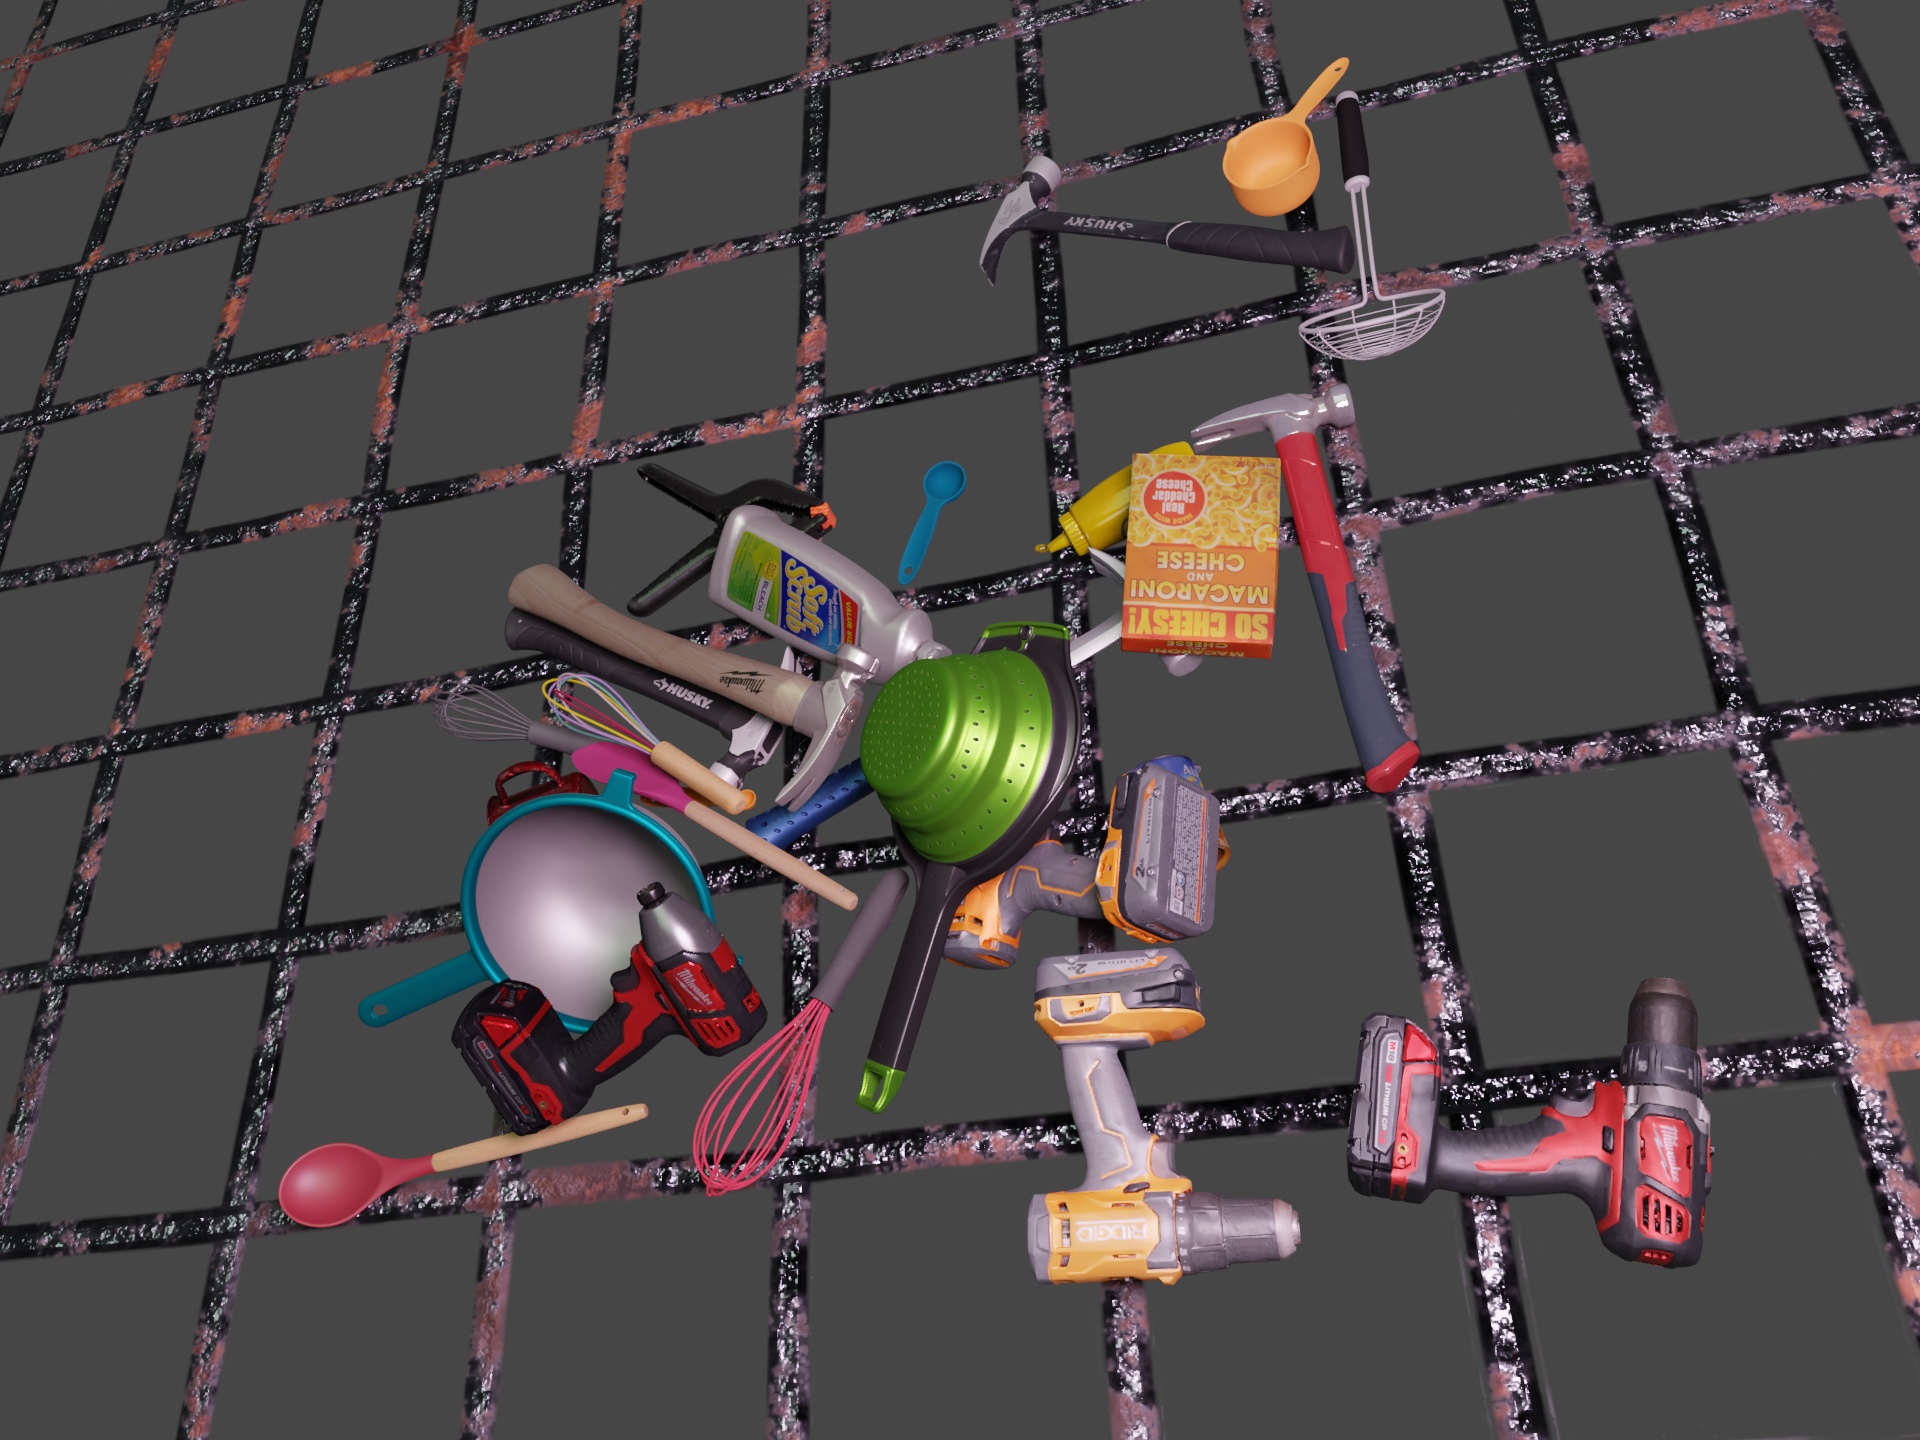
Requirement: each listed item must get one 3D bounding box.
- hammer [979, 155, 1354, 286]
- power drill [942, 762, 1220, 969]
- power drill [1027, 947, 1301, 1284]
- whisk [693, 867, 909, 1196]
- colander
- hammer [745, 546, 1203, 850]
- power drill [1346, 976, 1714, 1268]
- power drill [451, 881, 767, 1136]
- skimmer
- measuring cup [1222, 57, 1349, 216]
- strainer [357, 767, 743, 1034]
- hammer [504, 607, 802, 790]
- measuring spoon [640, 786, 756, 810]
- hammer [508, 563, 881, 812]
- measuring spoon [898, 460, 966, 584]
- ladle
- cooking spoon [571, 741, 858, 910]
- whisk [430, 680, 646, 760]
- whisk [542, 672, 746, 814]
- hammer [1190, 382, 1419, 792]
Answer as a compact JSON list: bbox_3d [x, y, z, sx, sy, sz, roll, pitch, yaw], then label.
[{"bbox_3d":[0.189,-0.459,1.506,0.409,0.036,0.149,21,72,39],"label":"hammer"},{"bbox_3d":[0.082,0.098,1.203,0.226,0.084,0.164,-14,60,42],"label":"power drill"},{"bbox_3d":[0.139,0.281,1.128,0.185,0.084,0.226,-7,65,14],"label":"power drill"},{"bbox_3d":[-0.119,0.239,1.246,0.073,0.073,0.296,20,64,26],"label":"whisk"},{"bbox_3d":[-0.034,0.095,1.205,0.205,0.094,0.397,5,74,52],"label":"colander"},{"bbox_3d":[-0.002,-0.004,1.356,0.405,0.035,0.144,-30,58,0],"label":"hammer"},{"bbox_3d":[0.383,0.252,1.069,0.227,0.080,0.188,6,64,17],"label":"power drill"},{"bbox_3d":[-0.275,0.222,1.242,0.219,0.143,0.078,-26,13,13],"label":"power drill"},{"bbox_3d":[0.367,-0.472,1.466,0.127,0.090,0.364,-10,59,20],"label":"skimmer"},{"bbox_3d":[0.329,-0.564,1.545,0.095,0.052,0.173,32,80,36],"label":"measuring cup"},{"bbox_3d":[-0.348,0.170,1.324,0.340,0.211,0.095,-24,13,16],"label":"strainer"},{"bbox_3d":[-0.296,-0.045,1.470,0.335,0.035,0.146,22,67,28],"label":"hammer"},{"bbox_3d":[-0.231,0.071,1.404,0.117,0.011,0.021,0,56,22],"label":"measuring spoon"},{"bbox_3d":[-0.262,-0.051,1.413,0.411,0.038,0.146,21,80,31],"label":"hammer"},{"bbox_3d":[-0.028,-0.180,1.478,0.042,0.021,0.129,16,77,24],"label":"measuring spoon"},{"bbox_3d":[-0.402,0.352,1.291,0.315,0.031,0.069,-15,59,7],"label":"ladle"},{"bbox_3d":[-0.209,0.085,1.336,0.319,0.017,0.069,26,32,30],"label":"cooking spoon"},{"bbox_3d":[-0.391,0.008,1.468,0.239,0.055,0.055,13,67,19],"label":"whisk"},{"bbox_3d":[-0.279,0.020,1.381,0.245,0.047,0.051,30,89,29],"label":"whisk"},{"bbox_3d":[0.293,-0.113,1.321,0.143,0.038,0.387,-13,59,12],"label":"hammer"}]
